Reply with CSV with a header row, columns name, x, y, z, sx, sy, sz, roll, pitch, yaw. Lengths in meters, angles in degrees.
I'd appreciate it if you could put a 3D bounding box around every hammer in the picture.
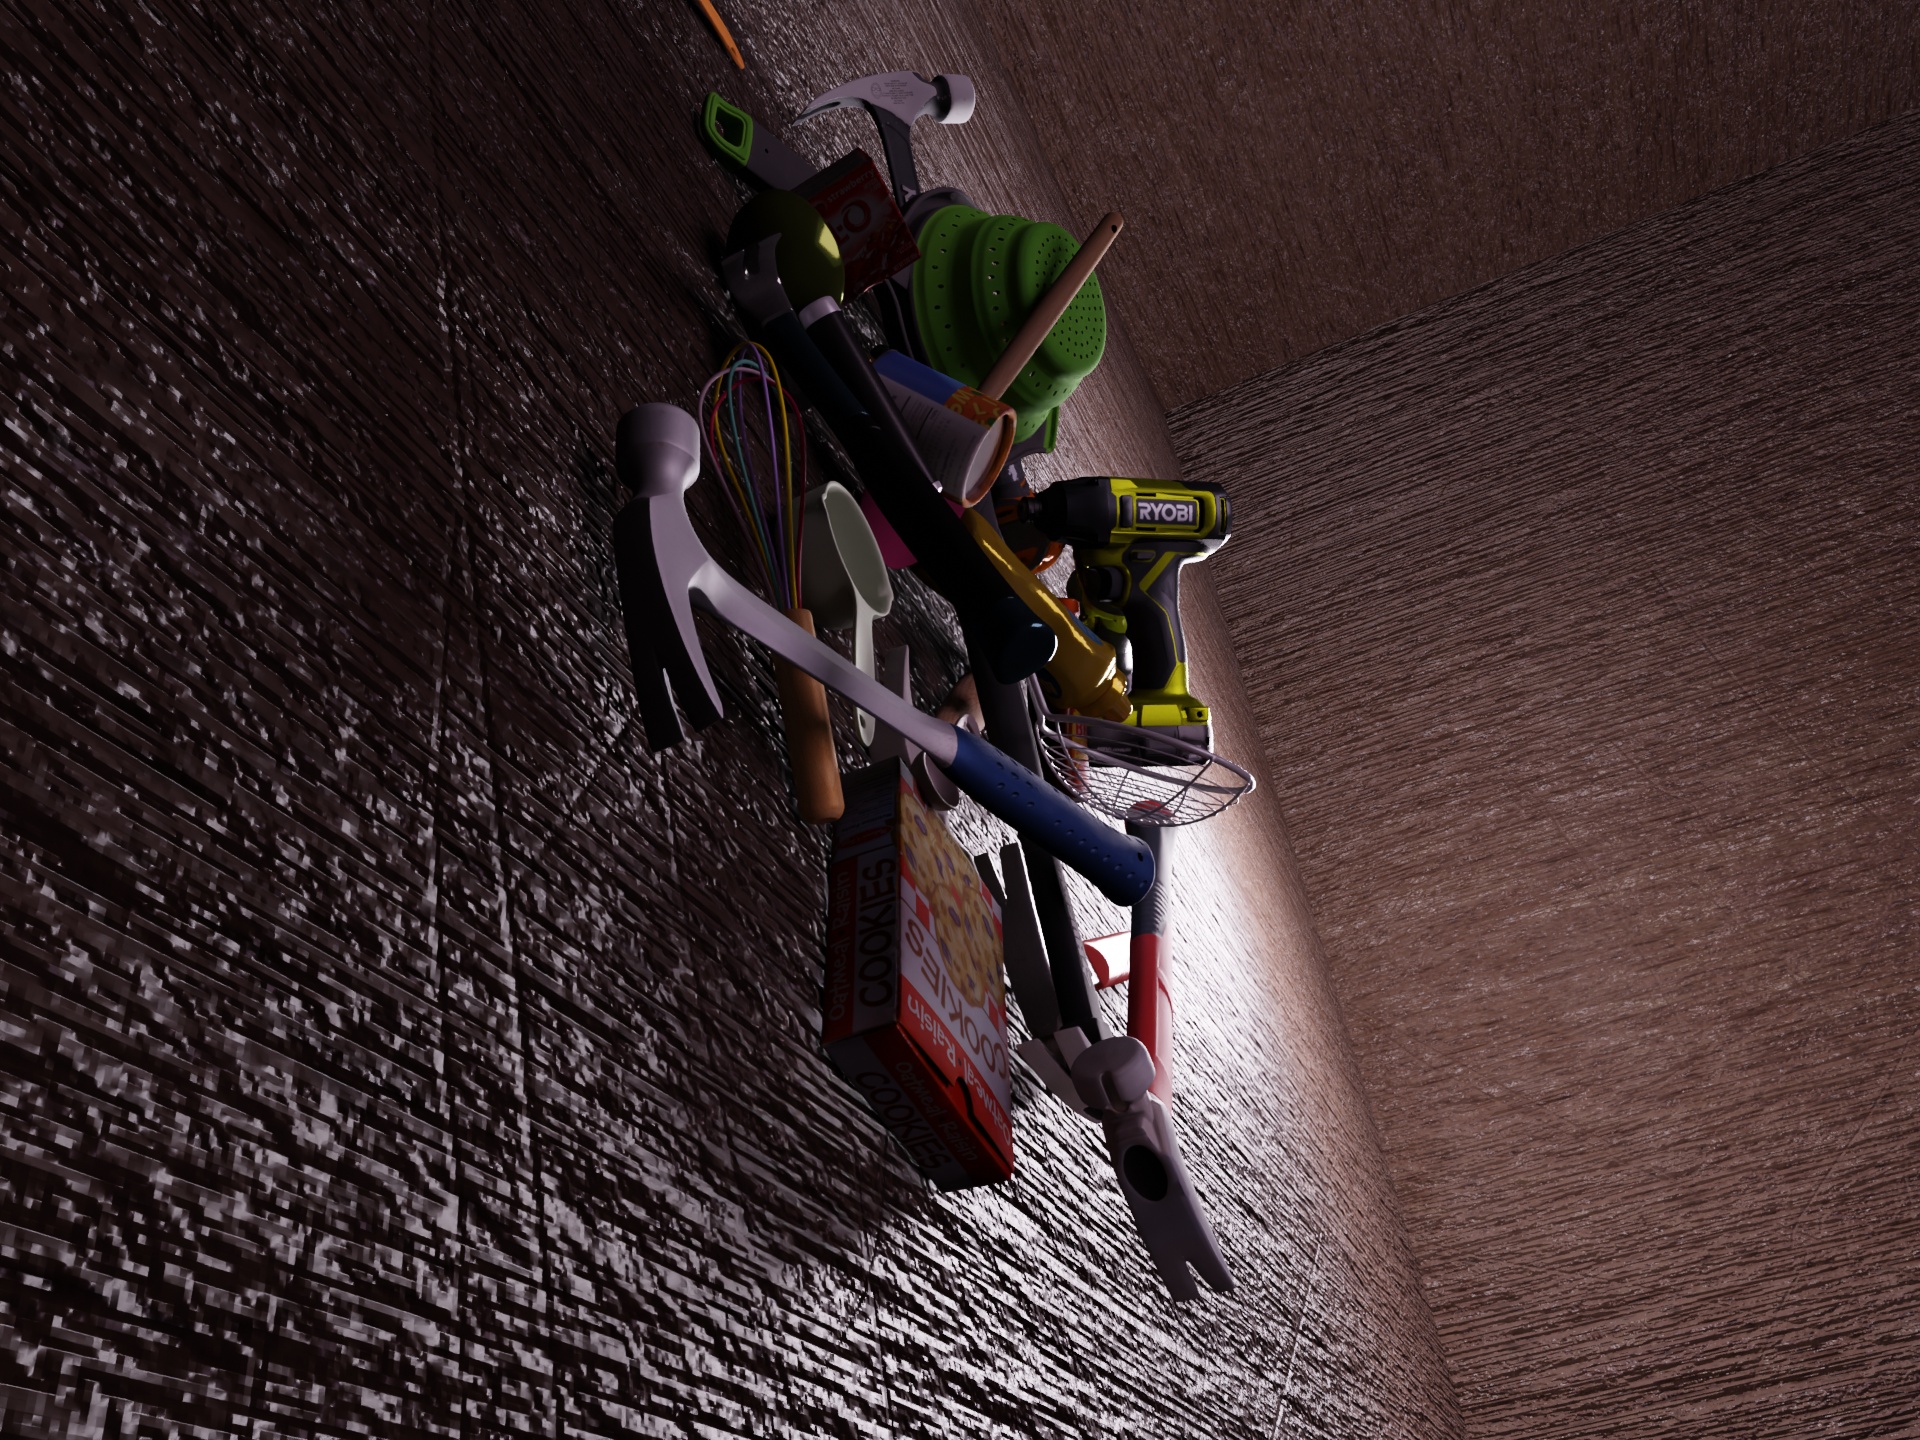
name,x,y,z,sx,sy,sz,roll,pitch,yaw
hammer,0.116,0.157,0.925,0.386,0.038,0.143,-71,140,-68
hammer,-0.042,-0.128,0.763,0.331,0.033,0.128,56,-8,40
hammer,-0.020,-0.290,1.198,0.036,0.149,0.409,-15,-94,61
hammer,-0.002,-0.003,0.991,0.331,0.031,0.130,-54,123,-73
hammer,0.093,0.160,1.107,0.359,0.036,0.149,14,57,-72
hammer,-0.015,0.013,0.750,0.405,0.035,0.144,36,39,-48
hammer,0.041,0.063,0.923,0.146,0.035,0.335,40,33,-62

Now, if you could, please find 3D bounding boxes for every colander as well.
name,x,y,z,sx,sy,sz,roll,pitch,yaw
colander,-0.009,-0.313,1.078,0.396,0.094,0.205,25,63,-49

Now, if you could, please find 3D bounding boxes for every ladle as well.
name,x,y,z,sx,sy,sz,roll,pitch,yaw
ladle,-0.045,-0.226,1.010,0.062,0.078,0.320,-63,149,-3

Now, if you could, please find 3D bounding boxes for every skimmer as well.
name,x,y,z,sx,sy,sz,roll,pitch,yaw
skimmer,0.036,-0.090,0.900,0.363,0.090,0.127,59,-15,-3

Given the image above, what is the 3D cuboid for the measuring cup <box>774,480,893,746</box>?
name,x,y,z,sx,sy,sz,roll,pitch,yaw
measuring cup,-0.066,-0.049,0.812,0.083,0.038,0.168,53,24,-47

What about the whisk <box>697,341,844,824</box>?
name,x,y,z,sx,sy,sz,roll,pitch,yaw
whisk,-0.087,-0.069,0.761,0.051,0.047,0.245,32,44,-69

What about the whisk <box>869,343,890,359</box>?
name,x,y,z,sx,sy,sz,roll,pitch,yaw
whisk,-0.010,-0.162,1.148,0.239,0.055,0.055,65,15,-2

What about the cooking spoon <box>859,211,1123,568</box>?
name,x,y,z,sx,sy,sz,roll,pitch,yaw
cooking spoon,0.027,-0.226,1.044,0.068,0.017,0.319,46,65,-28

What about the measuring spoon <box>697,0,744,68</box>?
name,x,y,z,sx,sy,sz,roll,pitch,yaw
measuring spoon,-0.169,-0.466,1.045,0.116,0.011,0.021,41,31,-68

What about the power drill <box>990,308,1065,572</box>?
name,x,y,z,sx,sy,sz,roll,pitch,yaw
power drill,0.031,-0.230,1.319,0.164,0.084,0.226,-27,100,-77

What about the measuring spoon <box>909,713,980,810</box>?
name,x,y,z,sx,sy,sz,roll,pitch,yaw
measuring spoon,-0.008,0.020,0.855,0.034,0.018,0.124,60,17,-9

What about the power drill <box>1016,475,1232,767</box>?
name,x,y,z,sx,sy,sz,roll,pitch,yaw
power drill,0.124,-0.077,1.237,0.080,0.171,0.223,-175,-95,-69

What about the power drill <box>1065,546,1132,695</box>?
name,x,y,z,sx,sy,sz,roll,pitch,yaw
power drill,0.132,-0.108,1.418,0.228,0.080,0.191,90,-8,-57
